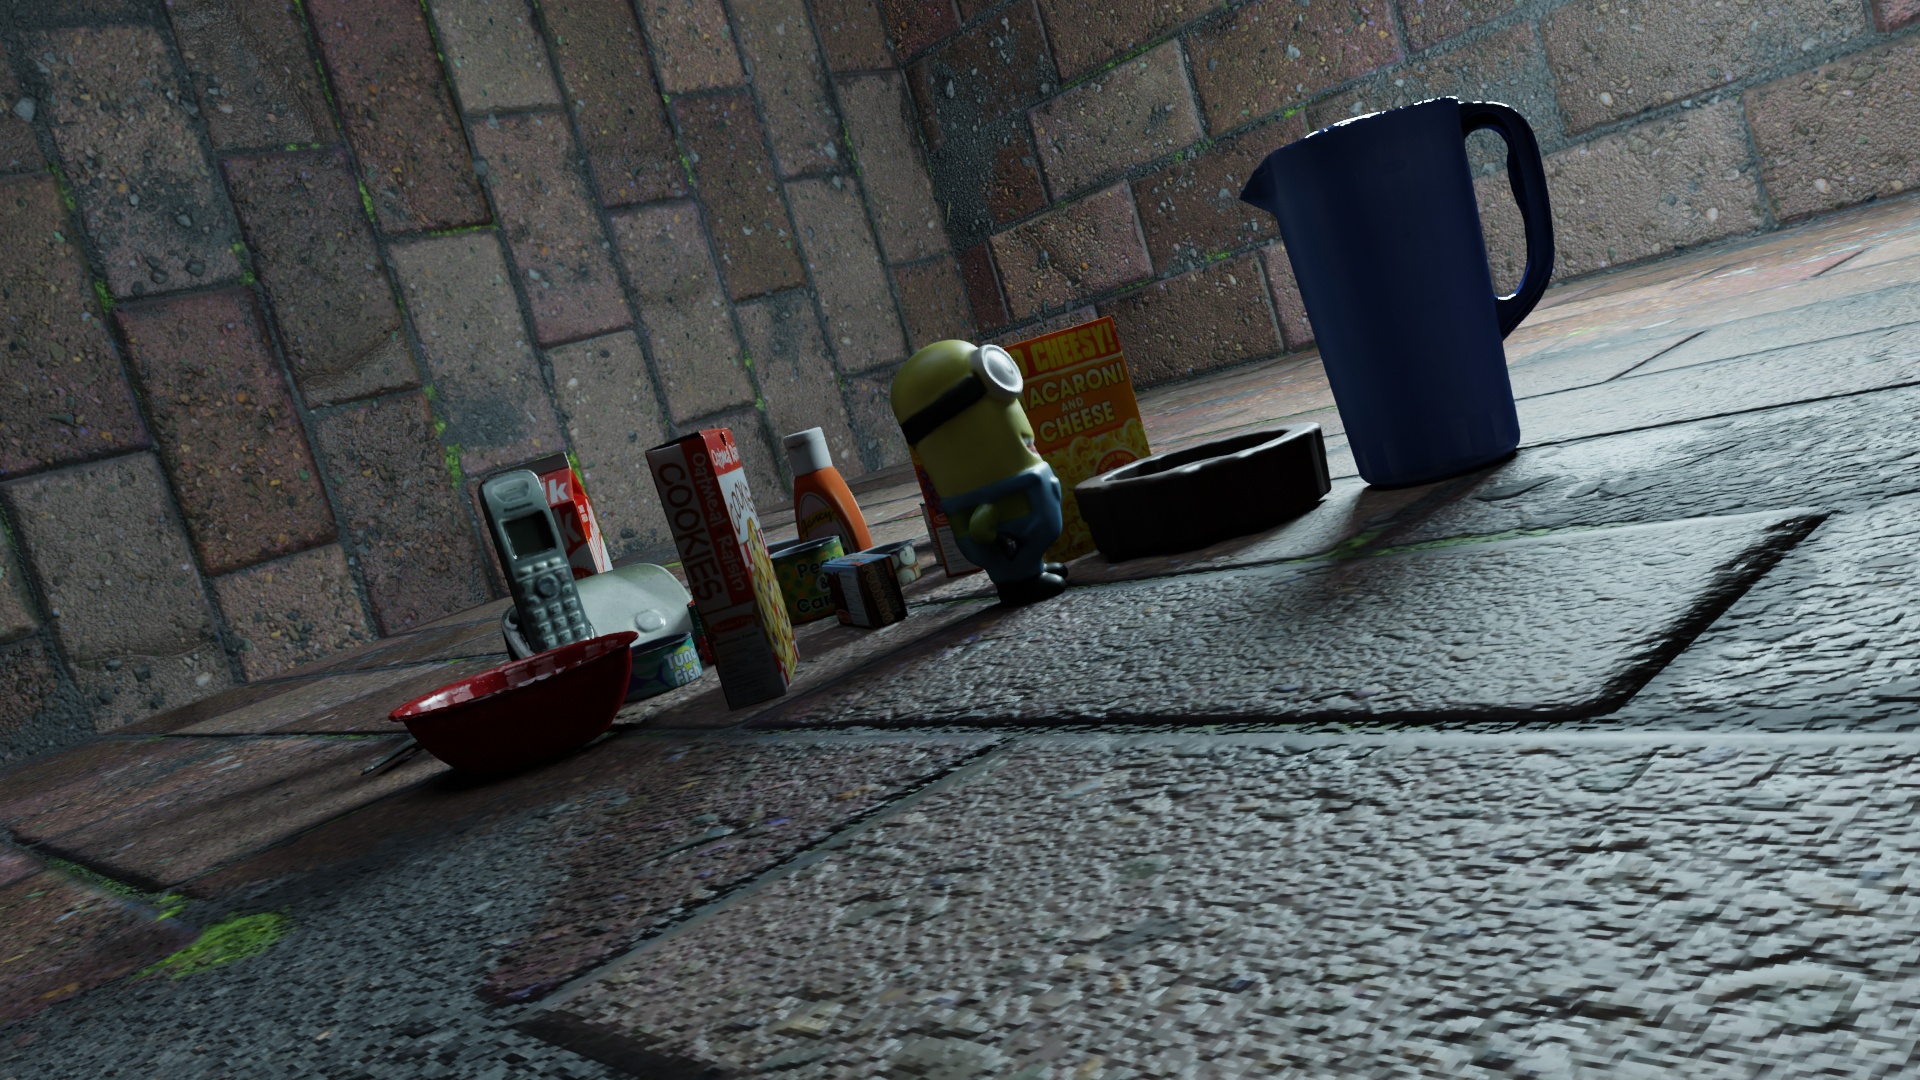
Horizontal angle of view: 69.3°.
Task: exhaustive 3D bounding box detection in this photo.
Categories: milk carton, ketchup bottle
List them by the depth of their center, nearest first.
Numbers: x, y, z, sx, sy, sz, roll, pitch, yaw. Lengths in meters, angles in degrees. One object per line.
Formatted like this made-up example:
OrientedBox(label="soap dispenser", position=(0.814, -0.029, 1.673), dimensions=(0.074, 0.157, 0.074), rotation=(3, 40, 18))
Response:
OrientedBox(label="milk carton", position=(-0.339, 0.025, 1.181), dimensions=(0.072, 0.190, 0.073), rotation=(-17, 6, -5))
OrientedBox(label="ketchup bottle", position=(-0.123, -0.028, 1.269), dimensions=(0.064, 0.148, 0.044), rotation=(-14, 6, 25))

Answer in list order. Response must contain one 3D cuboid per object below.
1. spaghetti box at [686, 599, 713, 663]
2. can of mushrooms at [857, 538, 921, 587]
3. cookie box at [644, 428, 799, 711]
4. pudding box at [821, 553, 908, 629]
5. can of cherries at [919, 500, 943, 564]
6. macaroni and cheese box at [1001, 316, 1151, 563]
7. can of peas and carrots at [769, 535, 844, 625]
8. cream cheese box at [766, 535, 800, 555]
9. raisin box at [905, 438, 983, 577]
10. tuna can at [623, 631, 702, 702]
OrientedBox(label="spaghetti box", position=(-0.188, 0.054, 1.170), dimensions=(0.029, 0.050, 0.250), rotation=(-17, 6, 2))
OrientedBox(label="can of mushrooms", position=(-0.067, 0.024, 1.196), dimensions=(0.071, 0.033, 0.071), rotation=(-16, 6, 2))
OrientedBox(label="cookie box", position=(-0.148, 0.013, 0.891), dimensions=(0.040, 0.167, 0.123), rotation=(-17, 6, -1))
OrientedBox(label="pudding box", position=(-0.072, 0.036, 1.025), dimensions=(0.030, 0.049, 0.083), rotation=(-19, 7, -22))
OrientedBox(label="can of cherries", position=(0.004, -0.016, 1.240), dimensions=(0.071, 0.058, 0.071), rotation=(-17, 6, 2))
OrientedBox(label="macaroni and cheese box", position=(0.082, -0.075, 1.063), dimensions=(0.124, 0.166, 0.040), rotation=(-20, 7, -30))
OrientedBox(label="can of peas and carrots", position=(-0.123, 0.033, 1.149), dimensions=(0.071, 0.058, 0.071), rotation=(-17, 6, 2))
OrientedBox(label="cream cheese box", position=(-0.142, 0.019, 1.346), dimensions=(0.103, 0.053, 0.024), rotation=(-13, 7, 28))
OrientedBox(label="raisin box", position=(0.007, -0.041, 1.157), dimensions=(0.040, 0.123, 0.086), rotation=(-13, 7, 33))
OrientedBox(label="tuna can", position=(-0.222, 0.092, 1.011), dimensions=(0.071, 0.033, 0.071), rotation=(-16, 6, 2))
